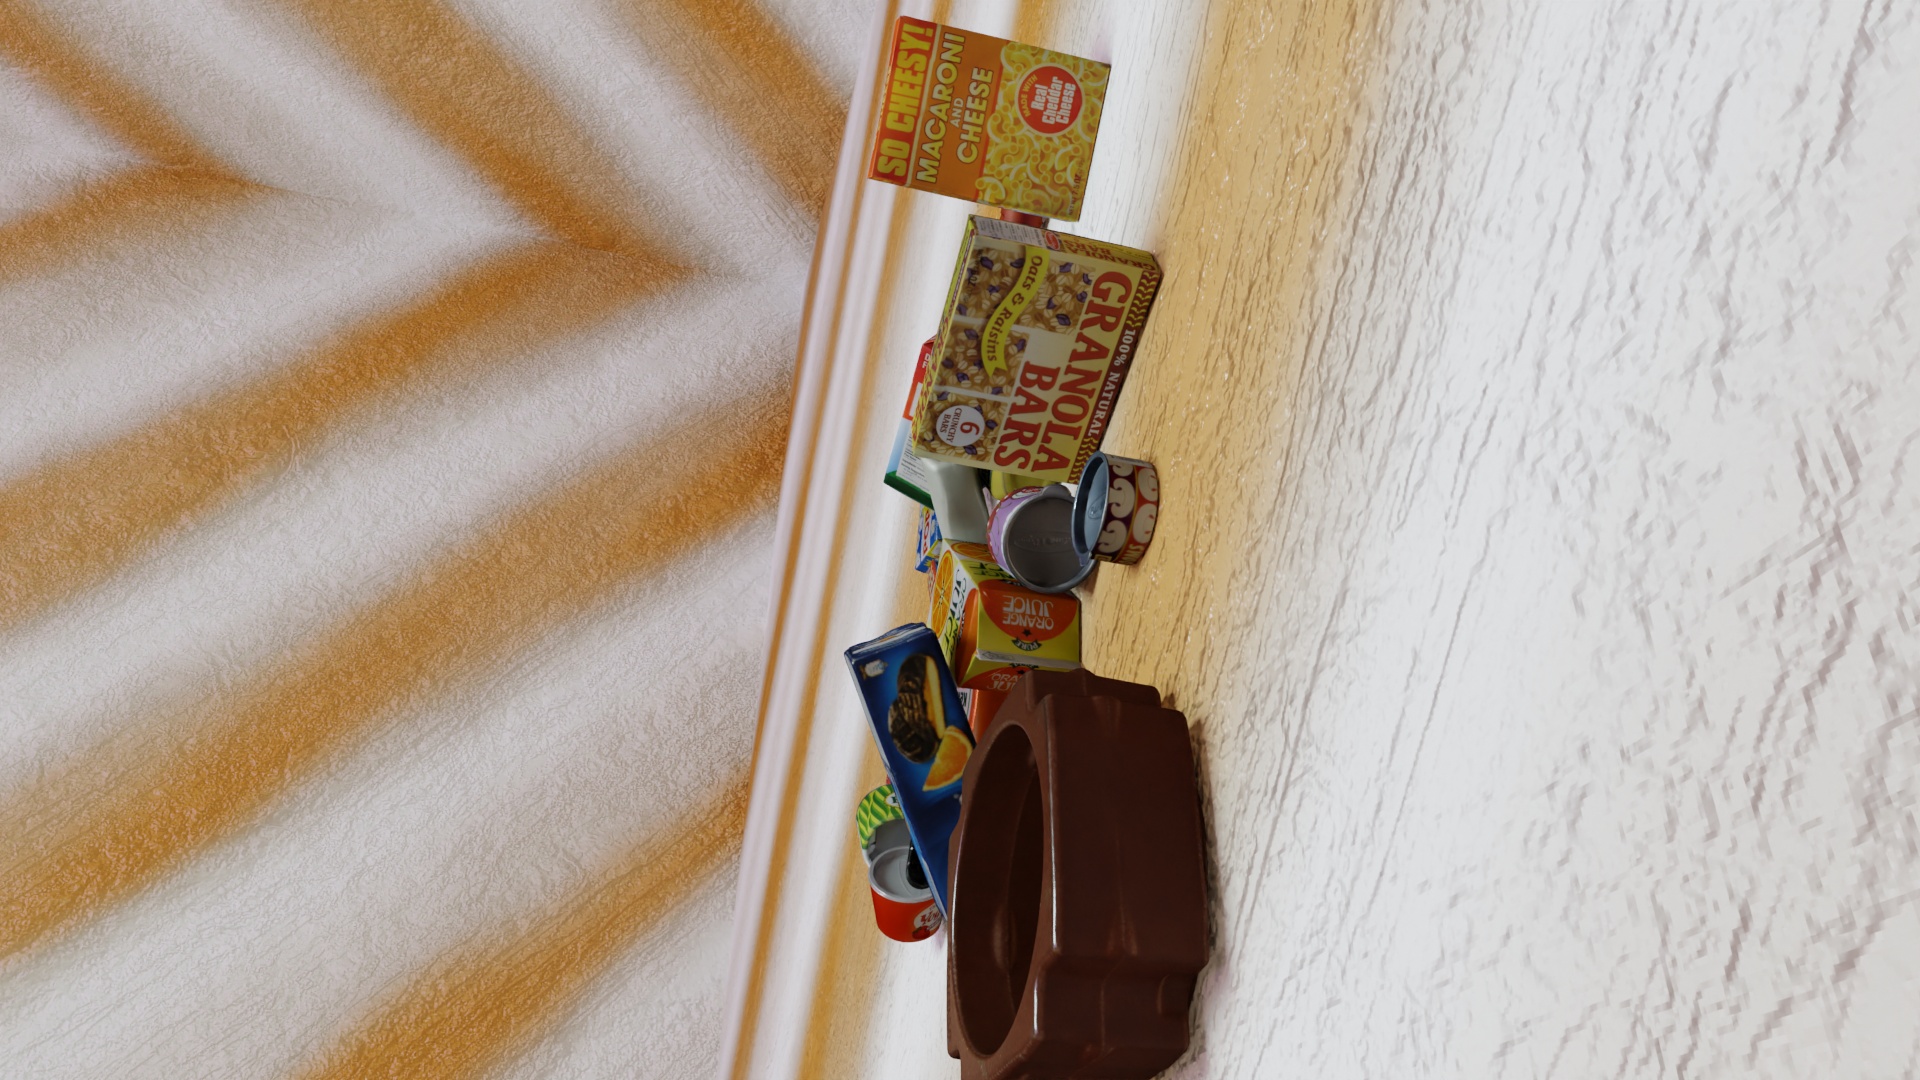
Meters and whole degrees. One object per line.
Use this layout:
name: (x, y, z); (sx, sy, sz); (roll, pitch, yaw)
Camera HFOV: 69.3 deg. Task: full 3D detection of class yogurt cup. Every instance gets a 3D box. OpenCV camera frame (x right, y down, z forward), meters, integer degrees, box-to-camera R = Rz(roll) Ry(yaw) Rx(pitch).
yogurt cup: (-0.042, 0.295, 1.151); (0.073, 0.072, 0.053); (-105, 15, -62)

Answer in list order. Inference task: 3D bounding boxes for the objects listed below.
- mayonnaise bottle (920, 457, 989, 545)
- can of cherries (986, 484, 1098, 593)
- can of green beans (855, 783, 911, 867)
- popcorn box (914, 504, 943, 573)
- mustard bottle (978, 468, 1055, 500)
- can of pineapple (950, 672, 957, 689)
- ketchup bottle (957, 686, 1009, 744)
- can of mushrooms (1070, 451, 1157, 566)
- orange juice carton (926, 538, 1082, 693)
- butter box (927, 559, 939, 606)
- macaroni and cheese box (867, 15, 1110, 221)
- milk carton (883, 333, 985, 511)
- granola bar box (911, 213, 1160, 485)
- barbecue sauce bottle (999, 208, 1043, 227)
mayonnaise bottle: (0.004, -0.014, 1.089); (0.065, 0.041, 0.147); (-113, 6, -56)
can of cherries: (0.055, -0.004, 0.925); (0.058, 0.071, 0.071); (-146, 65, -78)
can of green beans: (-0.058, 0.261, 1.245); (0.058, 0.071, 0.071); (-120, 41, -70)
popcorn box: (-0.012, -0.040, 1.320); (0.085, 0.038, 0.127); (125, 152, -64)
mustard bottle: (0.037, -0.067, 1.092); (0.160, 0.049, 0.065); (-138, 55, -75)
can of pineapple: (-0.011, 0.124, 1.129); (0.058, 0.071, 0.071); (-159, 78, -77)
ketchup bottle: (0.013, 0.162, 1.047); (0.064, 0.043, 0.149); (154, 124, -78)
can of mushrooms: (0.092, -0.017, 0.841); (0.071, 0.033, 0.071); (-169, 88, -77)
orange juice carton: (0.030, 0.058, 0.980); (0.193, 0.072, 0.073); (-127, 47, -74)
butter box: (0.003, 0.056, 1.145); (0.104, 0.053, 0.024); (-99, 20, -56)
macaroni and cheese box: (0.021, -0.325, 1.080); (0.040, 0.166, 0.123); (-129, 50, -75)
milk carton: (0.002, -0.120, 1.180); (0.073, 0.073, 0.189); (-45, -21, -48)
granola bar box: (0.046, -0.123, 0.917); (0.039, 0.124, 0.164); (-97, 21, -53)
barbecue sauce bottle: (0.038, -0.218, 1.213); (0.065, 0.044, 0.148); (-110, 32, -68)
